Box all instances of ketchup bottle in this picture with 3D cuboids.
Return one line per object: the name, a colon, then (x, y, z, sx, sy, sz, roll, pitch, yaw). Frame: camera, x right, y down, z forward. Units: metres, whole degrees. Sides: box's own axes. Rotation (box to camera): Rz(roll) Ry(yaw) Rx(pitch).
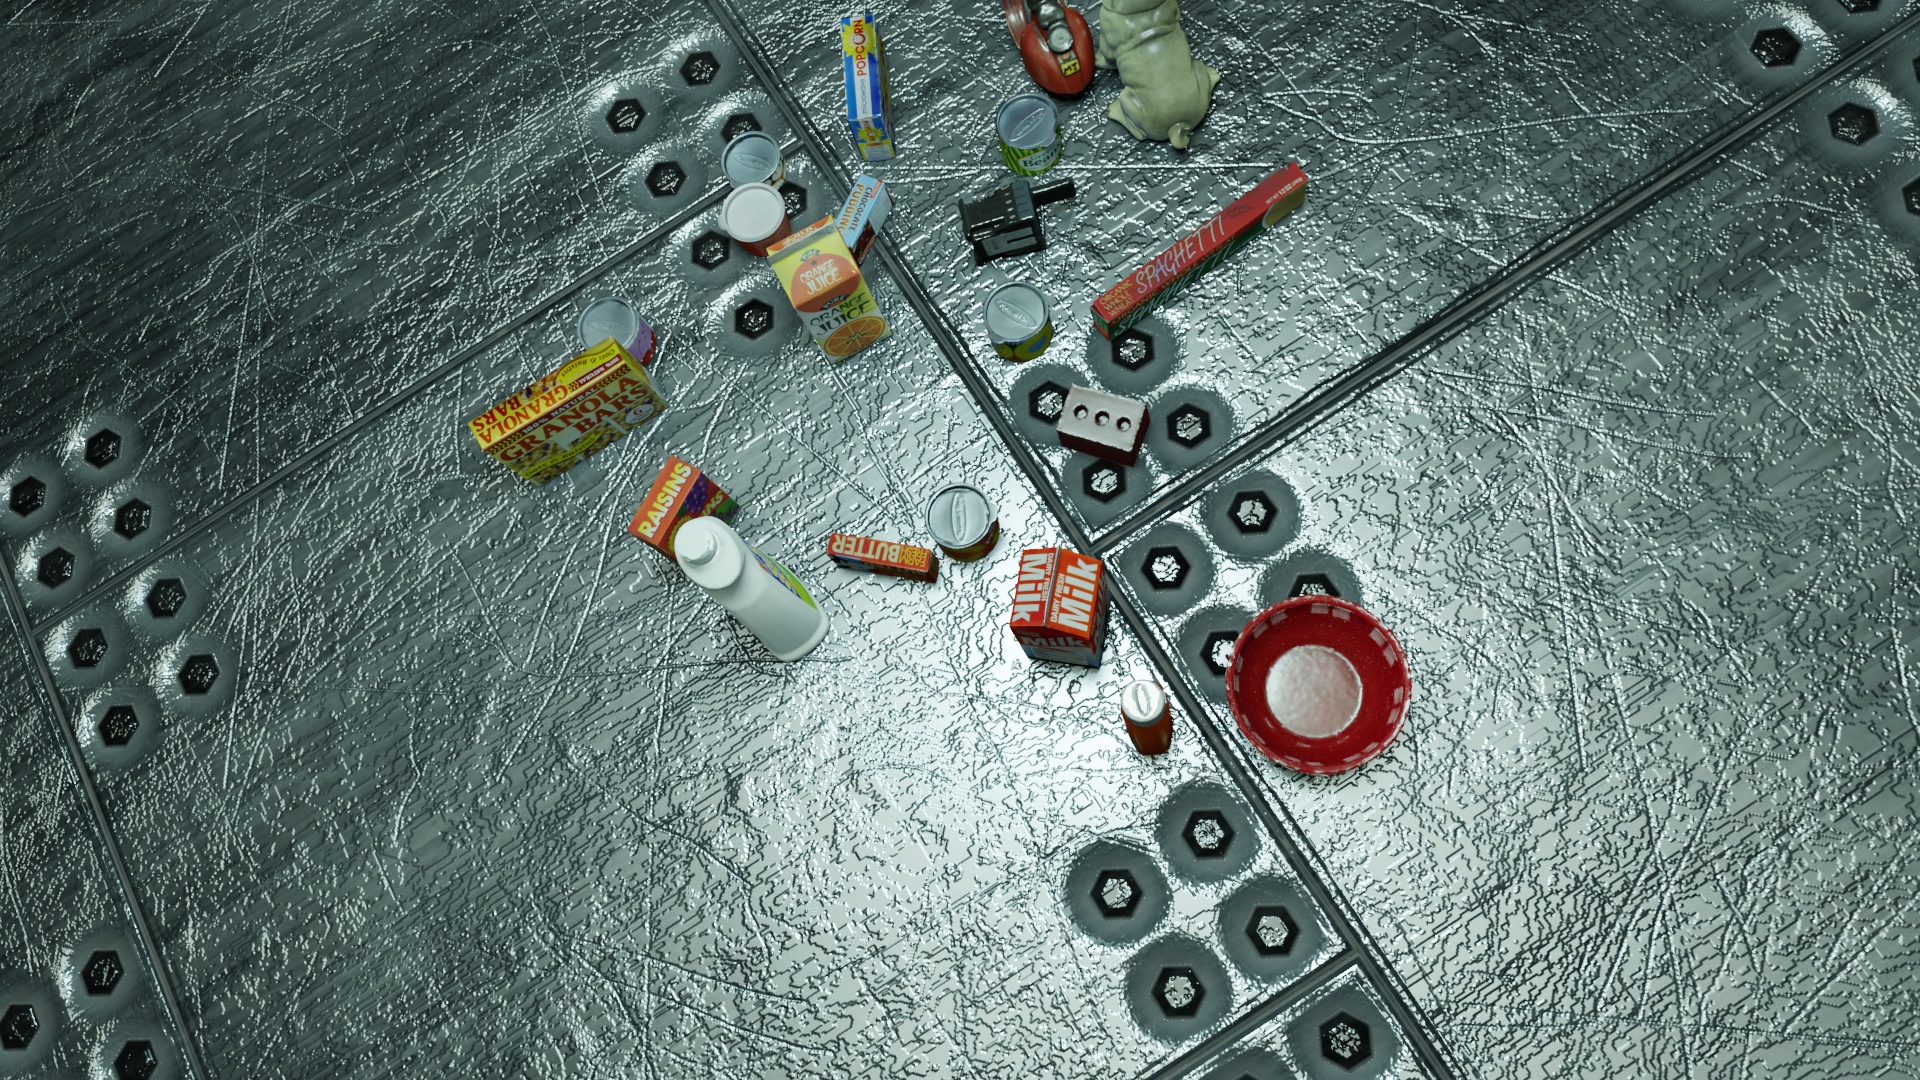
ketchup bottle: (0.164, 0.151, 1.227, 0.043, 0.148, 0.065, -13, 73, 6)

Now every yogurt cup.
yogurt cup: (-0.213, -0.337, 1.474, 0.072, 0.054, 0.072, -2, 74, 9)

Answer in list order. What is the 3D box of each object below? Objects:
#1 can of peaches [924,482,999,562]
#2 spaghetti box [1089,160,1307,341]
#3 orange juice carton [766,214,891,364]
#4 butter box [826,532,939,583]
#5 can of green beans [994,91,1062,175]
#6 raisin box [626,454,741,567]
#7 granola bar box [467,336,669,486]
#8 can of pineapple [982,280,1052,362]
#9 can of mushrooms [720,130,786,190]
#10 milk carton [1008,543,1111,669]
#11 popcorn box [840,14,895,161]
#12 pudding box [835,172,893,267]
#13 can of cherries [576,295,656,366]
can of peaches: (0.005, -0.017, 1.347, 0.071, 0.058, 0.071, -2, 75, 9)
spaghetti box: (0.238, -0.288, 1.389, 0.250, 0.050, 0.029, -36, 72, -2)
orange juice carton: (-0.132, -0.252, 1.364, 0.072, 0.192, 0.073, -27, 73, 2)
butter box: (-0.074, 0.017, 1.353, 0.103, 0.053, 0.024, 9, 77, 12)
can of green beans: (0.072, -0.423, 1.449, 0.071, 0.057, 0.071, -2, 75, 9)
raisin box: (-0.268, -0.023, 1.358, 0.040, 0.123, 0.086, 27, 81, 15)
granola bar box: (-0.392, -0.128, 1.407, 0.165, 0.124, 0.039, -32, 73, 0)
can of pineapple: (0.057, -0.218, 1.395, 0.071, 0.057, 0.071, -2, 75, 9)
can of mushrooms: (-0.224, -0.404, 1.505, 0.071, 0.033, 0.071, -2, 74, 9)
milk carton: (0.090, 0.060, 1.242, 0.073, 0.190, 0.072, 8, 77, 11)
popcorn box: (-0.098, -0.481, 1.478, 0.038, 0.085, 0.127, -7, 74, 7)
pudding box: (-0.105, -0.336, 1.458, 0.030, 0.049, 0.084, 23, 80, 15)
can of cherries: (-0.362, -0.213, 1.461, 0.071, 0.058, 0.071, -2, 75, 9)
